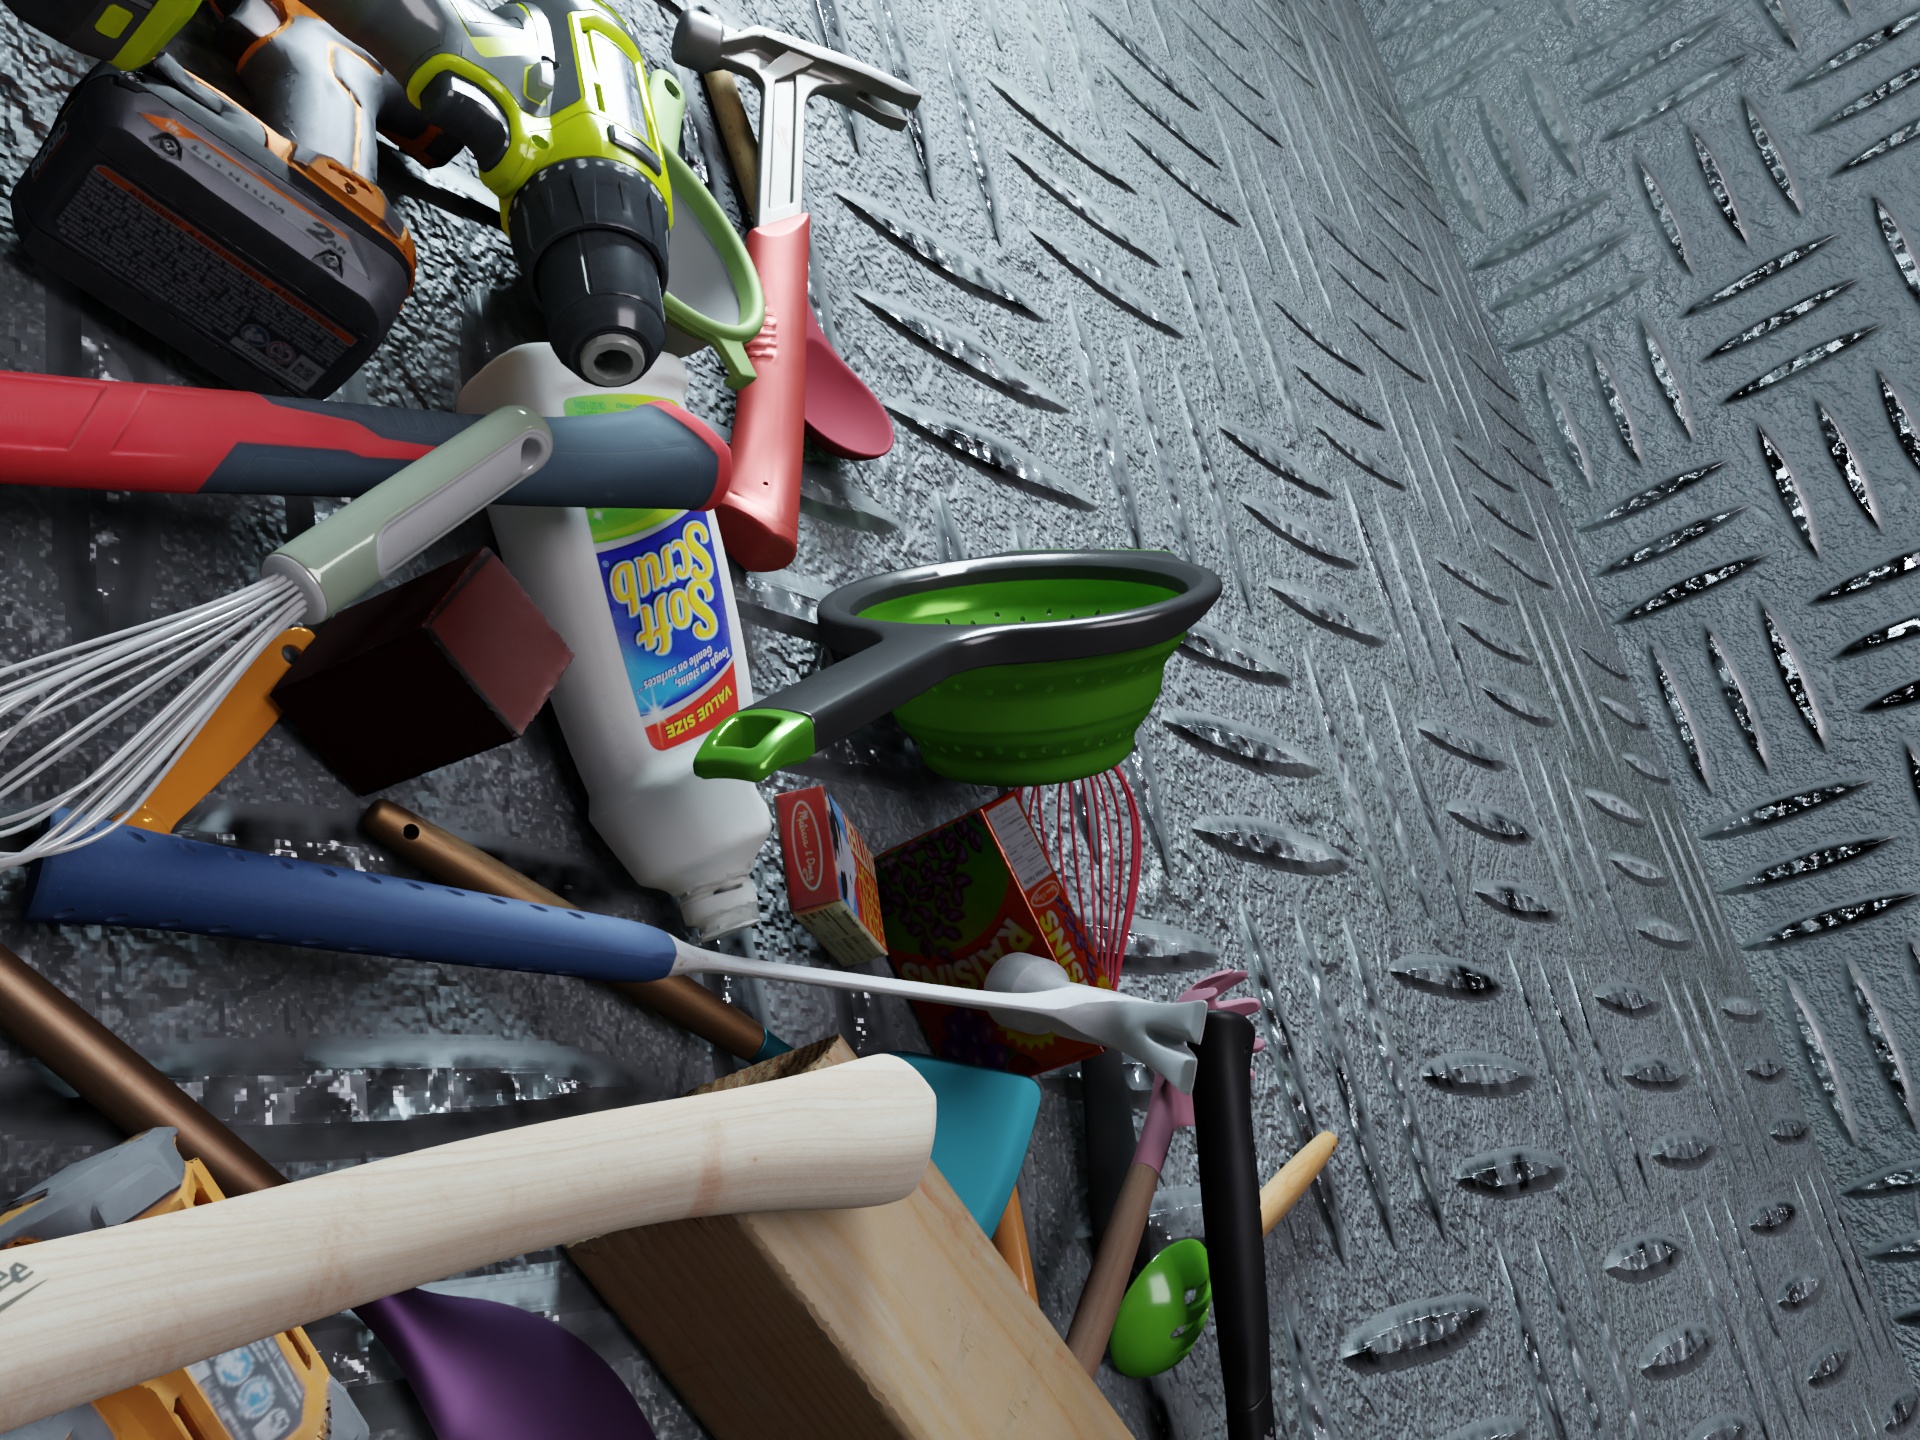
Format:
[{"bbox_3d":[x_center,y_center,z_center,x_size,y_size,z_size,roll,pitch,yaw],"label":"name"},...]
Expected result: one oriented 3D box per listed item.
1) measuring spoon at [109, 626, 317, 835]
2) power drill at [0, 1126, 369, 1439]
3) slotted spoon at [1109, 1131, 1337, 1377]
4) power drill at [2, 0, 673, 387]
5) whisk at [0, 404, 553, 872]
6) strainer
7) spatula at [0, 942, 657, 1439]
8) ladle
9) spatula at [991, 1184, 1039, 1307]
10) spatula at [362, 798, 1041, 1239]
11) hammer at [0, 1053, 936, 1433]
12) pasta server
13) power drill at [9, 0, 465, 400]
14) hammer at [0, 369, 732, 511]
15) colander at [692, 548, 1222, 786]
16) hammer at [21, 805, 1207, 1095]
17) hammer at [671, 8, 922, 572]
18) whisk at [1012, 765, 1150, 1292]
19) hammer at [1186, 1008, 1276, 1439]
[{"bbox_3d":[-0.244,0.004,0.528,0.021,0.011,0.117,47,35,-24],"label":"measuring spoon"},{"bbox_3d":[-0.219,0.222,0.347,0.185,0.084,0.226,60,27,-5],"label":"power drill"},{"bbox_3d":[0.161,0.281,0.884,0.313,0.031,0.070,-9,110,-60],"label":"slotted spoon"},{"bbox_3d":[-0.194,-0.226,0.549,0.228,0.080,0.191,25,40,-46],"label":"power drill"},{"bbox_3d":[-0.203,-0.035,0.472,0.059,0.057,0.246,23,44,16],"label":"whisk"},{"bbox_3d":[-0.170,-0.255,0.784,0.151,0.069,0.257,41,26,-32],"label":"strainer"},{"bbox_3d":[-0.197,0.153,0.480,0.315,0.018,0.060,50,32,-20],"label":"spatula"},{"bbox_3d":[-0.108,-0.281,0.916,0.069,0.031,0.316,-3,68,-45],"label":"ladle"},{"bbox_3d":[0.031,0.334,0.675,0.081,0.041,0.323,27,43,-43],"label":"spatula"},{"bbox_3d":[-0.095,0.116,0.631,0.317,0.044,0.082,39,62,-31],"label":"spatula"},{"bbox_3d":[-0.159,0.123,0.401,0.410,0.038,0.146,1,40,-50],"label":"hammer"},{"bbox_3d":[0.086,0.234,0.748,0.060,0.040,0.316,64,34,-24],"label":"pasta server"},{"bbox_3d":[-0.271,-0.243,0.609,0.164,0.084,0.227,35,38,-34],"label":"power drill"},{"bbox_3d":[-0.235,-0.076,0.513,0.386,0.038,0.143,-4,71,-44],"label":"hammer"},{"bbox_3d":[-0.001,-0.002,0.743,0.397,0.204,0.094,-33,122,-61],"label":"colander"},{"bbox_3d":[-0.092,0.083,0.551,0.405,0.144,0.035,14,84,-32],"label":"hammer"},{"bbox_3d":[-0.091,-0.237,0.863,0.149,0.036,0.359,12,59,-24],"label":"hammer"},{"bbox_3d":[0.070,0.145,0.838,0.073,0.073,0.296,18,60,-49],"label":"whisk"},{"bbox_3d":[0.132,0.304,0.749,0.146,0.035,0.335,5,78,-56],"label":"hammer"}]
